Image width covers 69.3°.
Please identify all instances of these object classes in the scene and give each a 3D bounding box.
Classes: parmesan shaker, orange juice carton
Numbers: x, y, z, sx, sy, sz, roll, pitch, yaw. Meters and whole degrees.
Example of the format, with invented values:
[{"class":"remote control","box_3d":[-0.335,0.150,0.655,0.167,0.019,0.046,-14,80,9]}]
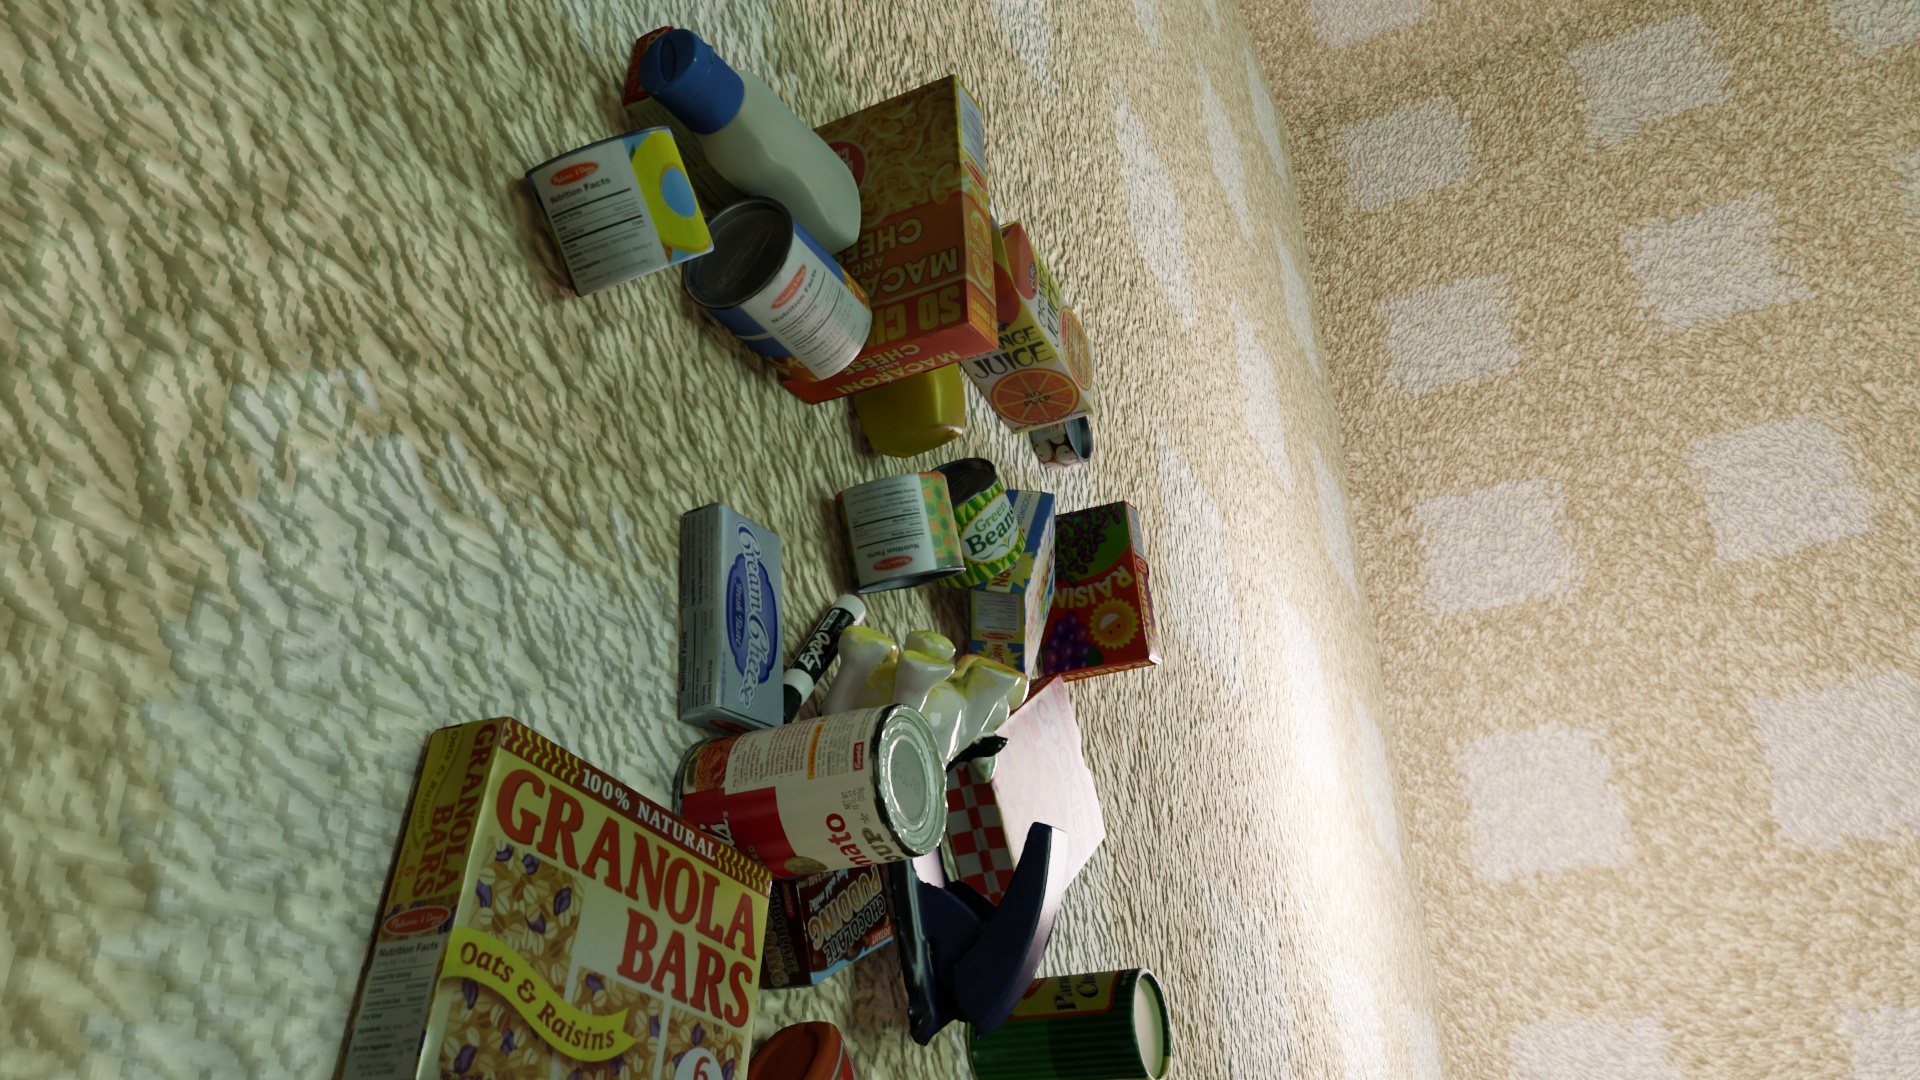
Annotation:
[{"class":"parmesan shaker","box_3d":[0.065,0.287,0.811,0.071,0.103,0.071,46,37,-51]},{"class":"orange juice carton","box_3d":[0.033,-0.168,1.041,0.192,0.071,0.073,49,34,-47]}]

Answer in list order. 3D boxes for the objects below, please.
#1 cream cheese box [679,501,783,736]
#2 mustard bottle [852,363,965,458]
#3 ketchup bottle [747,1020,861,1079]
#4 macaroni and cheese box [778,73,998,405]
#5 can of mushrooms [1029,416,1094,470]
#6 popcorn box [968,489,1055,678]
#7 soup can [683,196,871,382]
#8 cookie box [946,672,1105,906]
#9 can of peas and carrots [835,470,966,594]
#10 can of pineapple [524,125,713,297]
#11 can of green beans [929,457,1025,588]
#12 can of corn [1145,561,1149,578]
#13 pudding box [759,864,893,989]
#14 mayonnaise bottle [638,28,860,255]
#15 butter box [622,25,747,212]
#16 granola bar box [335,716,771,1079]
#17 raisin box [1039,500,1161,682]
[{"class":"cream cheese box","box_3d":[-0.108,0.038,0.658,0.053,0.024,0.104,37,45,-57]},{"class":"mustard bottle","box_3d":[-0.041,-0.134,0.864,0.049,0.065,0.160,14,60,-60]},{"class":"ketchup bottle","box_3d":[-0.052,0.291,0.618,0.148,0.043,0.065,69,24,-17]},{"class":"macaroni and cheese box","box_3d":[-0.044,-0.172,0.798,0.040,0.123,0.167,35,46,-56]},{"class":"can of mushrooms","box_3d":[0.085,-0.092,1.166,0.071,0.033,0.071,46,36,-50]},{"class":"popcorn box","box_3d":[0.037,0.033,0.944,0.127,0.038,0.084,-68,161,-54]},{"class":"soup can","box_3d":[-0.096,-0.132,0.733,0.083,0.071,0.071,41,41,-56]},{"class":"cookie box","box_3d":[0.042,0.168,0.908,0.168,0.040,0.123,-23,98,-67]},{"class":"can of peas and carrots","box_3d":[-0.035,-0.004,0.800,0.071,0.071,0.059,3,74,-66]},{"class":"can of pineapple","box_3d":[-0.149,-0.146,0.615,0.057,0.071,0.071,71,23,-14]},{"class":"can of green beans","box_3d":[0.002,-0.011,0.885,0.057,0.071,0.071,65,25,-26]},{"class":"can of corn","box_3d":[0.111,0.014,1.125,0.058,0.071,0.071,56,30,-39]},{"class":"pudding box","box_3d":[-0.066,0.179,0.665,0.084,0.030,0.049,3,76,-66]},{"class":"mayonnaise bottle","box_3d":[-0.105,-0.206,0.719,0.148,0.041,0.065,34,41,-56]},{"class":"butter box","box_3d":[-0.136,-0.217,0.739,0.103,0.024,0.053,47,37,-49]},{"class":"granola bar box","box_3d":[-0.136,0.154,0.506,0.165,0.039,0.125,49,36,-47]},{"class":"raisin box","box_3d":[0.099,0.040,1.054,0.040,0.086,0.123,33,48,-65]}]
